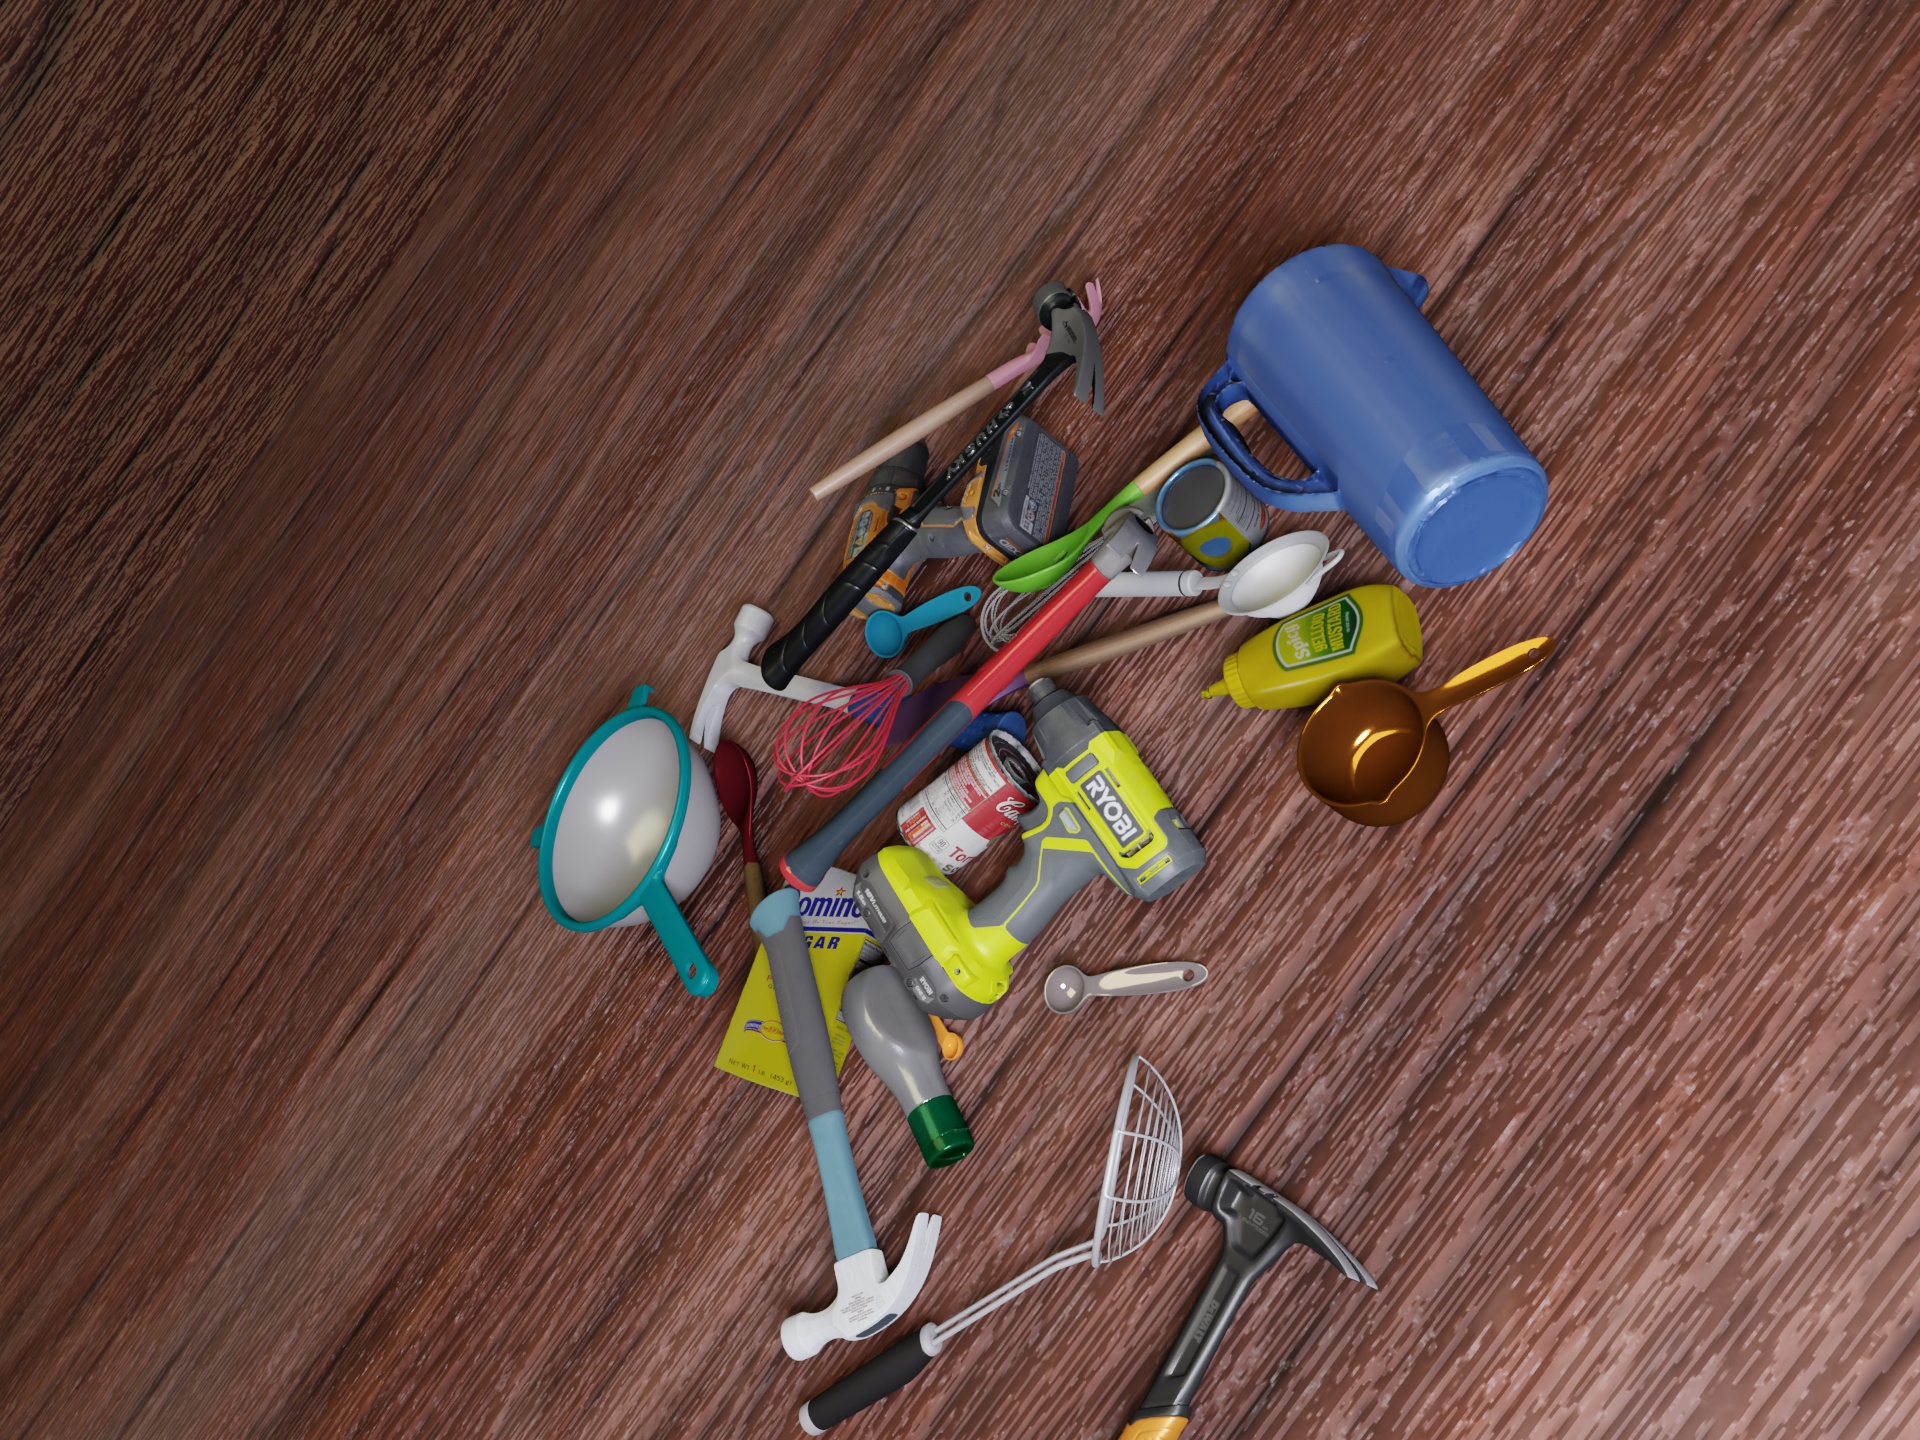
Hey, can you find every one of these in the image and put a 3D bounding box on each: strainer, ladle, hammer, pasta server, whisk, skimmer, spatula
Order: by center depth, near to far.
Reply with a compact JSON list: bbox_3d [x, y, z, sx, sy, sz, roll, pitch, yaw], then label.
[{"bbox_3d":[0.109,0.426,0.912,0.127,0.034,0.337,25,83,49],"label":"hammer"},{"bbox_3d":[0.005,0.347,1.018,0.363,0.090,0.127,-41,6,22],"label":"skimmer"},{"bbox_3d":[0.175,-0.099,1.149,0.258,0.050,0.087,4,48,47],"label":"strainer"},{"bbox_3d":[-0.103,0.277,1.158,0.128,0.033,0.331,-27,60,16],"label":"hammer"},{"bbox_3d":[-0.002,-0.004,1.167,0.386,0.038,0.143,-45,5,17],"label":"hammer"},{"bbox_3d":[0.075,-0.043,1.220,0.316,0.018,0.060,-19,37,24],"label":"spatula"},{"bbox_3d":[-0.057,-0.021,1.229,0.073,0.073,0.296,-20,15,34],"label":"whisk"},{"bbox_3d":[0.114,-0.137,1.260,0.246,0.057,0.059,-39,78,15],"label":"whisk"},{"bbox_3d":[-0.031,-0.169,1.296,0.409,0.036,0.149,-45,37,23],"label":"hammer"},{"bbox_3d":[-0.176,0.146,1.361,0.069,0.031,0.316,120,146,-42],"label":"ladle"},{"bbox_3d":[-0.099,-0.012,1.384,0.406,0.035,0.144,13,75,47],"label":"hammer"},{"bbox_3d":[-0.001,-0.286,1.386,0.316,0.040,0.060,-34,10,-8],"label":"pasta server"},{"bbox_3d":[-0.254,0.134,1.397,0.211,0.095,0.341,-52,43,11],"label":"strainer"}]

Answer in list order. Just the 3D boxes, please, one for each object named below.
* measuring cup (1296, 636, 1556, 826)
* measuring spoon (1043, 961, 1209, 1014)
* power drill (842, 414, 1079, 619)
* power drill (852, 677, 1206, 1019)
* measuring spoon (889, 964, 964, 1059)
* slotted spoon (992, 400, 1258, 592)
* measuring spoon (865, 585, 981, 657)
[{"bbox_3d":[0.297,0.004,0.989,0.173,0.052,0.095,-31,47,23],"label":"measuring cup"},{"bbox_3d":[0.114,0.180,1.081,0.124,0.018,0.034,-13,63,30],"label":"measuring spoon"},{"bbox_3d":[-0.007,-0.193,1.383,0.226,0.084,0.185,-13,55,43],"label":"power drill"},{"bbox_3d":[0.040,0.092,1.123,0.223,0.080,0.171,-40,71,18],"label":"power drill"},{"bbox_3d":[-0.026,0.217,1.192,0.117,0.011,0.021,42,110,52],"label":"measuring spoon"},{"bbox_3d":[0.157,-0.192,1.213,0.314,0.031,0.070,-38,18,6],"label":"slotted spoon"},{"bbox_3d":[-0.028,-0.090,1.371,0.128,0.021,0.042,-22,89,34],"label":"measuring spoon"}]
